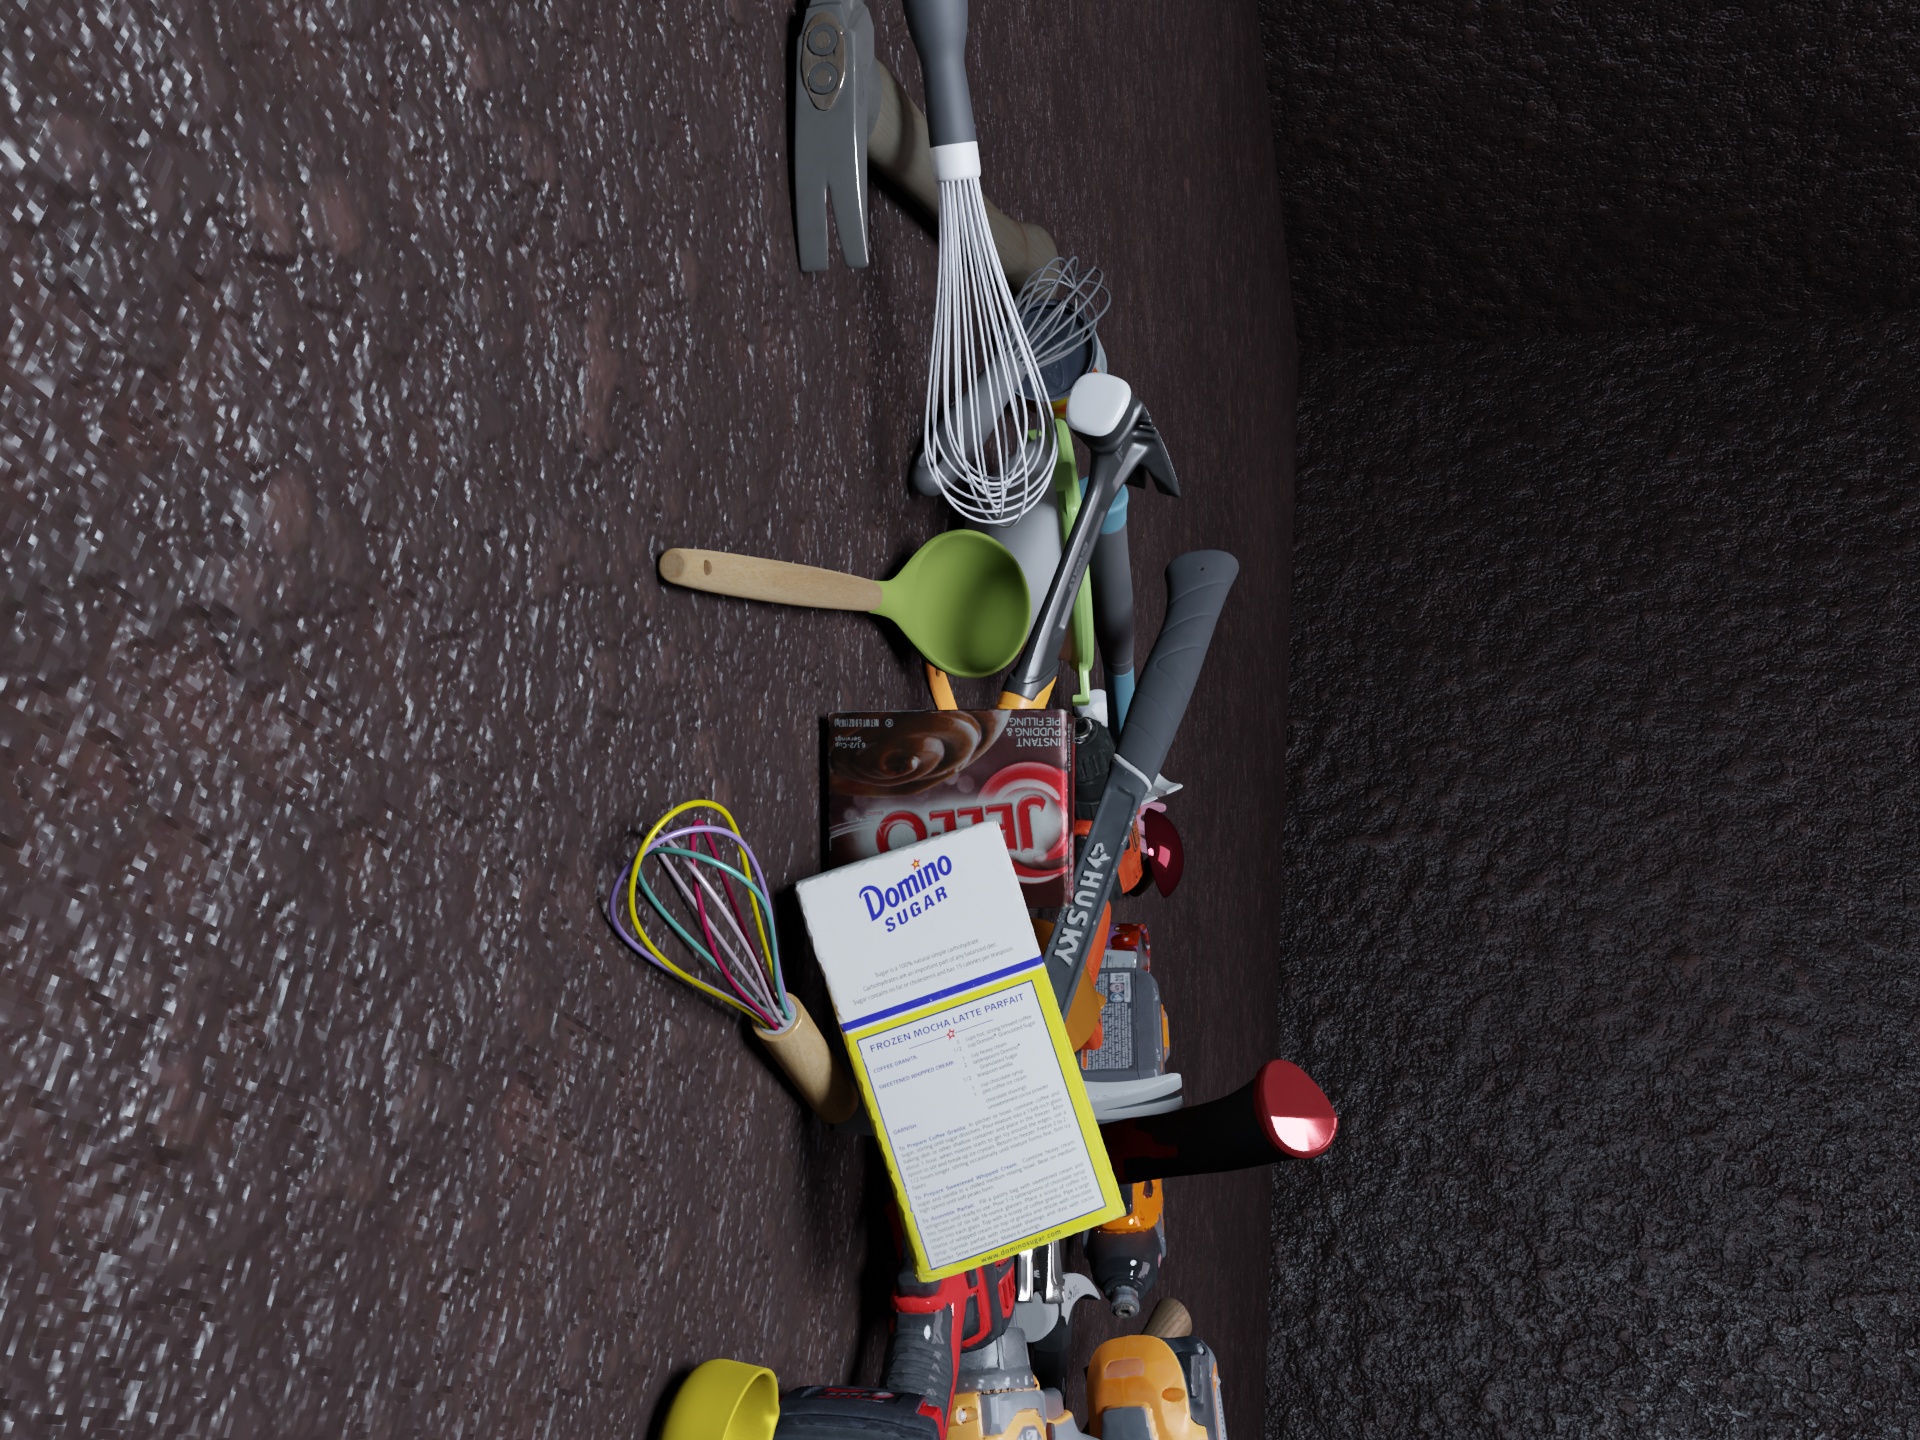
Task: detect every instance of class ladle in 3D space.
[{"bbox_3d":[0.156,0.124,1.312,0.315,0.031,0.069,82,0,-78],"label":"ladle"},{"bbox_3d":[-0.040,-0.059,0.720,0.320,0.062,0.078,-3,89,-71],"label":"ladle"}]

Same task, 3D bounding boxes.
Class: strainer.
[{"bbox_3d":[0.034,-0.126,0.986,0.257,0.069,0.151,-97,180,-60],"label":"strainer"}]

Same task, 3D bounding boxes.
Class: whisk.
[{"bbox_3d":[0.029,-0.202,0.925,0.239,0.055,0.055,-58,146,-39],"label":"whisk"},{"bbox_3d":[0.001,-0.231,0.755,0.070,0.070,0.284,-50,135,-66],"label":"whisk"},{"bbox_3d":[-0.075,0.104,0.621,0.244,0.051,0.047,71,19,-54],"label":"whisk"}]

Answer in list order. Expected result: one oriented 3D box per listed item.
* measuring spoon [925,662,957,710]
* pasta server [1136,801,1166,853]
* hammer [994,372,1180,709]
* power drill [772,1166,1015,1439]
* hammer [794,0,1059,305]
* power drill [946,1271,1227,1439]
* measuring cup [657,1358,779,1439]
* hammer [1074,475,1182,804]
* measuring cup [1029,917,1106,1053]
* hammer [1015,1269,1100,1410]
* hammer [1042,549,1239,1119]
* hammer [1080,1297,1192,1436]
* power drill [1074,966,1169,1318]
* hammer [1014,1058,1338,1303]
[{"bbox_3d":[-0.001,-0.003,0.922,0.116,0.011,0.021,68,27,-51],"label":"measuring spoon"},{"bbox_3d":[0.117,0.078,1.276,0.316,0.040,0.060,12,84,-72],"label":"pasta server"},{"bbox_3d":[0.029,0.002,0.800,0.337,0.034,0.127,-68,158,-6],"label":"hammer"},{"bbox_3d":[-0.023,0.285,0.735,0.220,0.078,0.143,-65,150,-61],"label":"power drill"},{"bbox_3d":[-0.003,-0.279,0.885,0.410,0.038,0.146,-6,97,-74],"label":"hammer"},{"bbox_3d":[0.064,0.397,0.917,0.226,0.084,0.185,22,54,-47],"label":"power drill"},{"bbox_3d":[-0.098,0.309,0.579,0.062,0.029,0.156,-6,107,-73],"label":"measuring cup"},{"bbox_3d":[0.106,-0.051,1.091,0.330,0.033,0.128,76,-12,-56],"label":"hammer"},{"bbox_3d":[0.026,0.129,0.925,0.174,0.095,0.052,-100,172,-60],"label":"measuring cup"},{"bbox_3d":[0.059,0.542,1.070,0.146,0.035,0.335,25,65,-71],"label":"hammer"},{"bbox_3d":[0.096,0.045,0.899,0.036,0.149,0.409,80,28,-47],"label":"hammer"},{"bbox_3d":[0.077,0.482,1.019,0.331,0.031,0.130,-34,119,-55],"label":"hammer"},{"bbox_3d":[0.114,0.312,1.160,0.164,0.084,0.226,-83,167,-56],"label":"power drill"},{"bbox_3d":[0.101,0.252,0.877,0.386,0.038,0.143,132,-38,-66],"label":"hammer"}]
